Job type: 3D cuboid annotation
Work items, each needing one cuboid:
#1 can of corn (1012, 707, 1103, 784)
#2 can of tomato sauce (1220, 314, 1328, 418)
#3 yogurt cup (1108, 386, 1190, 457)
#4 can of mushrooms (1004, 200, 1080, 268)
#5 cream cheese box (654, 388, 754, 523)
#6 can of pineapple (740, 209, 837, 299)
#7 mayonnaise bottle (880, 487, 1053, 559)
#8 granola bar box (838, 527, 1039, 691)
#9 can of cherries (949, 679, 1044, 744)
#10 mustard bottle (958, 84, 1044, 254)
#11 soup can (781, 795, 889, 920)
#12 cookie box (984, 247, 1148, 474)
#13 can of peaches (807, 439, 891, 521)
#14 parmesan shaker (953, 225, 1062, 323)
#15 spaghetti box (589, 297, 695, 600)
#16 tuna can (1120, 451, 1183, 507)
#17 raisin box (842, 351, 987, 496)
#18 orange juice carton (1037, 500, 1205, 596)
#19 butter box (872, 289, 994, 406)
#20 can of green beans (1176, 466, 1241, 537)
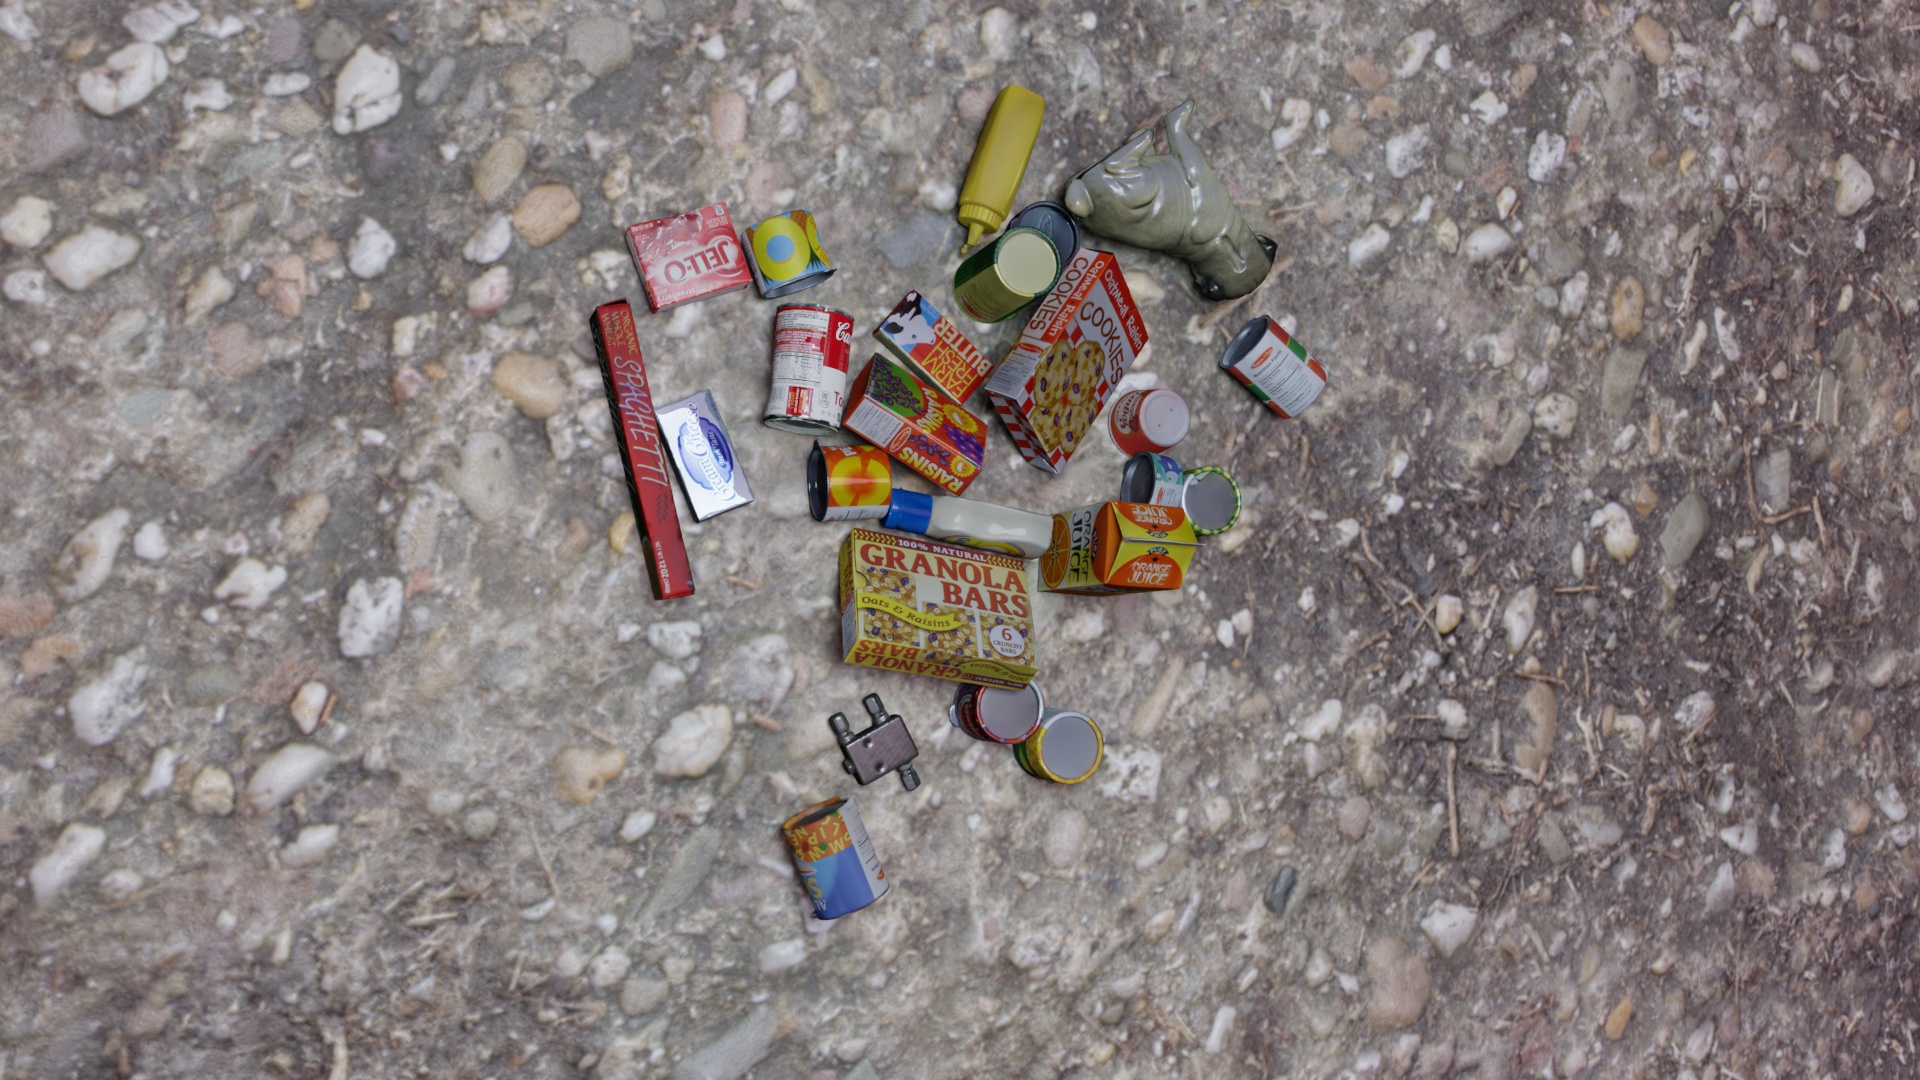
[{"bbox_3d":[0.089,0.188,1.256,0.071,0.058,0.071,2,85,-20],"label":"can of corn"},{"bbox_3d":[0.308,-0.170,1.364,0.083,0.071,0.071,39,74,-14],"label":"can of tomato sauce"},{"bbox_3d":[0.182,-0.113,1.317,0.072,0.054,0.072,1,86,-21],"label":"yogurt cup"},{"bbox_3d":[0.074,-0.282,1.301,0.071,0.033,0.071,1,86,-20],"label":"can of mushrooms"},{"bbox_3d":[-0.219,-0.071,1.180,0.053,0.024,0.103,-24,94,-19],"label":"cream cheese box"},{"bbox_3d":[-0.148,-0.247,1.197,0.071,0.071,0.058,-21,93,-20],"label":"can of pineapple"},{"bbox_3d":[0.004,-0.016,1.241,0.148,0.064,0.041,11,76,-15],"label":"mayonnaise bottle"},{"bbox_3d":[-0.019,0.059,1.203,0.166,0.038,0.125,11,45,-19],"label":"granola bar box"},{"bbox_3d":[0.032,0.149,1.238,0.071,0.058,0.071,2,85,-21],"label":"can of cherries"},{"bbox_3d":[0.031,-0.334,1.276,0.049,0.065,0.160,20,85,-13],"label":"mustard bottle"},{"bbox_3d":[-0.109,0.268,1.173,0.071,0.071,0.083,-23,94,-20],"label":"soup can"},{"bbox_3d":[0.101,-0.163,1.262,0.168,0.040,0.122,-56,145,-15],"label":"cookie box"},{"bbox_3d":[-0.096,-0.052,1.202,0.058,0.071,0.071,-2,87,-21],"label":"can of peaches"},{"bbox_3d":[0.044,-0.237,1.249,0.071,0.103,0.071,2,86,-21],"label":"parmesan shaker"},{"bbox_3d":[-0.264,-0.073,1.150,0.029,0.050,0.250,-13,90,-22],"label":"spaghetti box"},{"bbox_3d":[0.179,-0.050,1.307,0.033,0.071,0.071,10,83,-20],"label":"tuna can"},{"bbox_3d":[-0.037,-0.103,1.218,0.123,0.086,0.040,32,119,-15],"label":"raisin box"},{"bbox_3d":[0.138,0.008,1.217,0.072,0.192,0.073,6,84,-19],"label":"orange juice carton"},{"bbox_3d":[-0.024,-0.173,1.261,0.103,0.024,0.053,42,74,-12],"label":"butter box"},{"bbox_3d":[0.226,-0.036,1.325,0.071,0.057,0.071,2,86,-20],"label":"can of green beans"}]
